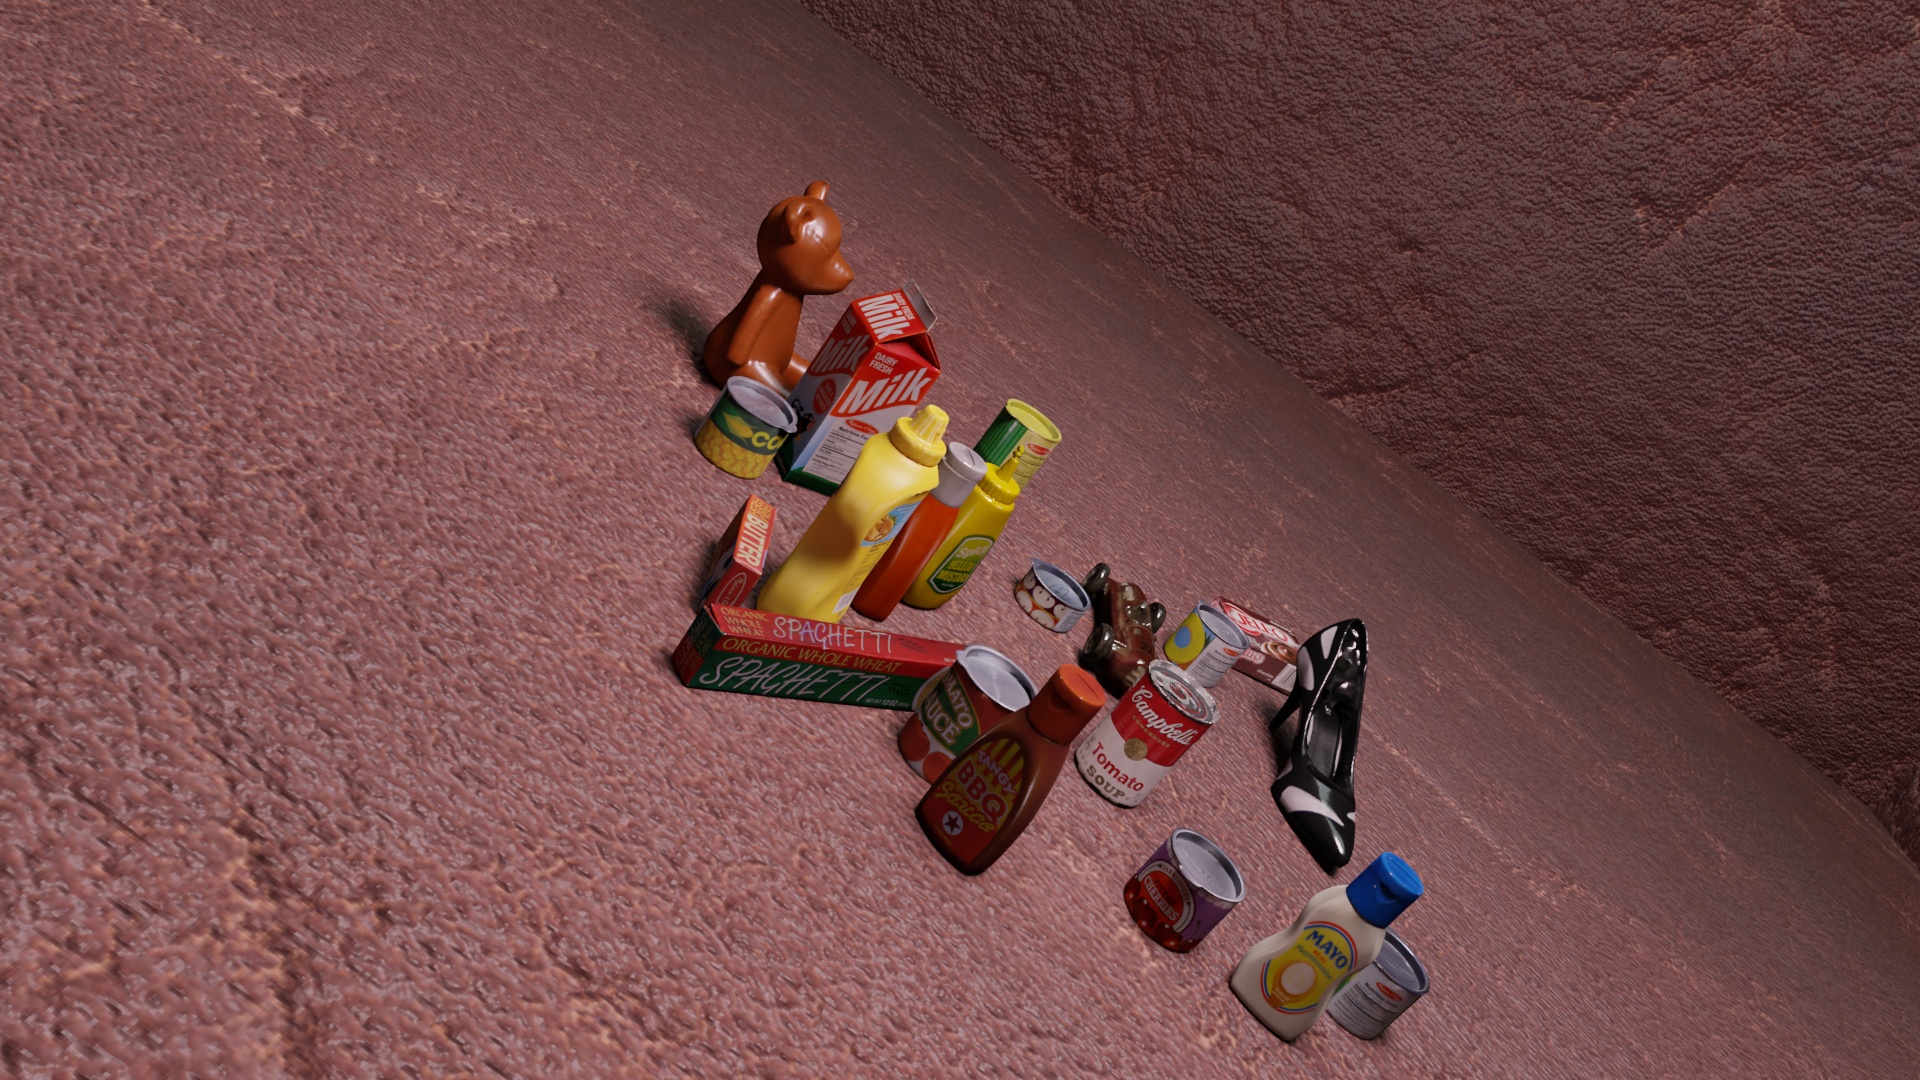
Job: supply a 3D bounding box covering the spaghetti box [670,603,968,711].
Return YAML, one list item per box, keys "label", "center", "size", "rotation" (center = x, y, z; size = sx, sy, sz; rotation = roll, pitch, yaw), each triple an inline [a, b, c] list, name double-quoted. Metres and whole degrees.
- label: "spaghetti box"
  center: [-0.082, 0.085, 0.958]
  size: [0.250, 0.050, 0.029]
  rotation: [13, 32, -45]

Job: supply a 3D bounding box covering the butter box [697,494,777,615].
- label: "butter box"
  center: [-0.157, 0.013, 0.983]
  size: [0.024, 0.053, 0.104]
  rotation: [31, 23, -16]

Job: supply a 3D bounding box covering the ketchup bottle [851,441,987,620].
- label: "ketchup bottle"
  center: [-0.036, -0.010, 1.081]
  size: [0.043, 0.148, 0.065]
  rotation: [26, 25, -27]

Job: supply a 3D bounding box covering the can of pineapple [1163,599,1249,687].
- label: "can of pineapple"
  center: [0.246, 0.104, 1.394]
  size: [0.071, 0.057, 0.071]
  rotation: [31, 23, -15]

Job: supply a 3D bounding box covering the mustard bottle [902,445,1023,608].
- label: "mustard bottle"
  center: [0.004, -0.014, 1.133]
  size: [0.065, 0.159, 0.049]
  rotation: [8, 36, -50]

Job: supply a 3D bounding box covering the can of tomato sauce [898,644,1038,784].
- label: "can of tomato sauce"
  center: [0.004, 0.124, 0.967]
  size: [0.071, 0.082, 0.071]
  rotation: [31, 23, -15]

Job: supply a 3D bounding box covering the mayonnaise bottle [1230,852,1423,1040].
- label: "mayonnaise bottle"
  center: [0.255, 0.276, 0.958]
  size: [0.065, 0.147, 0.041]
  rotation: [43, 23, 14]

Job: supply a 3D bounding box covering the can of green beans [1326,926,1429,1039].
- label: "can of green beans"
  center: [0.308, 0.331, 1.047]
  size: [0.071, 0.057, 0.071]
  rotation: [31, 23, -15]

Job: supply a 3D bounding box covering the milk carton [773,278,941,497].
- label: "milk carton"
  center: [-0.084, -0.133, 1.194]
  size: [0.073, 0.190, 0.072]
  rotation: [20, 28, -37]

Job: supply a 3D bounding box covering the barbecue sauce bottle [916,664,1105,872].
- label: "barbecue sauce bottle"
  center: [0.035, 0.143, 0.891]
  size: [0.065, 0.148, 0.044]
  rotation: [48, 24, 24]

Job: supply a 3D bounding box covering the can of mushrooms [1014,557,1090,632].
- label: "can of mushrooms"
  center: [0.084, 0.051, 1.290]
  size: [0.071, 0.033, 0.071]
  rotation: [31, 23, -15]

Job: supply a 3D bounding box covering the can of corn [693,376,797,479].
- label: "can of corn"
  center: [-0.177, -0.091, 1.149]
  size: [0.071, 0.058, 0.071]
  rotation: [31, 23, -15]

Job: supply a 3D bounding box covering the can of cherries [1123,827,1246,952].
- label: "can of cherries"
  center: [0.157, 0.248, 0.985]
  size: [0.071, 0.058, 0.072]
  rotation: [31, 23, -15]

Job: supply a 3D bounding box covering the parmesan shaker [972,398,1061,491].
- label: "parmesan shaker"
  center: [0.043, -0.083, 1.399]
  size: [0.071, 0.102, 0.071]
  rotation: [31, 23, -15]
